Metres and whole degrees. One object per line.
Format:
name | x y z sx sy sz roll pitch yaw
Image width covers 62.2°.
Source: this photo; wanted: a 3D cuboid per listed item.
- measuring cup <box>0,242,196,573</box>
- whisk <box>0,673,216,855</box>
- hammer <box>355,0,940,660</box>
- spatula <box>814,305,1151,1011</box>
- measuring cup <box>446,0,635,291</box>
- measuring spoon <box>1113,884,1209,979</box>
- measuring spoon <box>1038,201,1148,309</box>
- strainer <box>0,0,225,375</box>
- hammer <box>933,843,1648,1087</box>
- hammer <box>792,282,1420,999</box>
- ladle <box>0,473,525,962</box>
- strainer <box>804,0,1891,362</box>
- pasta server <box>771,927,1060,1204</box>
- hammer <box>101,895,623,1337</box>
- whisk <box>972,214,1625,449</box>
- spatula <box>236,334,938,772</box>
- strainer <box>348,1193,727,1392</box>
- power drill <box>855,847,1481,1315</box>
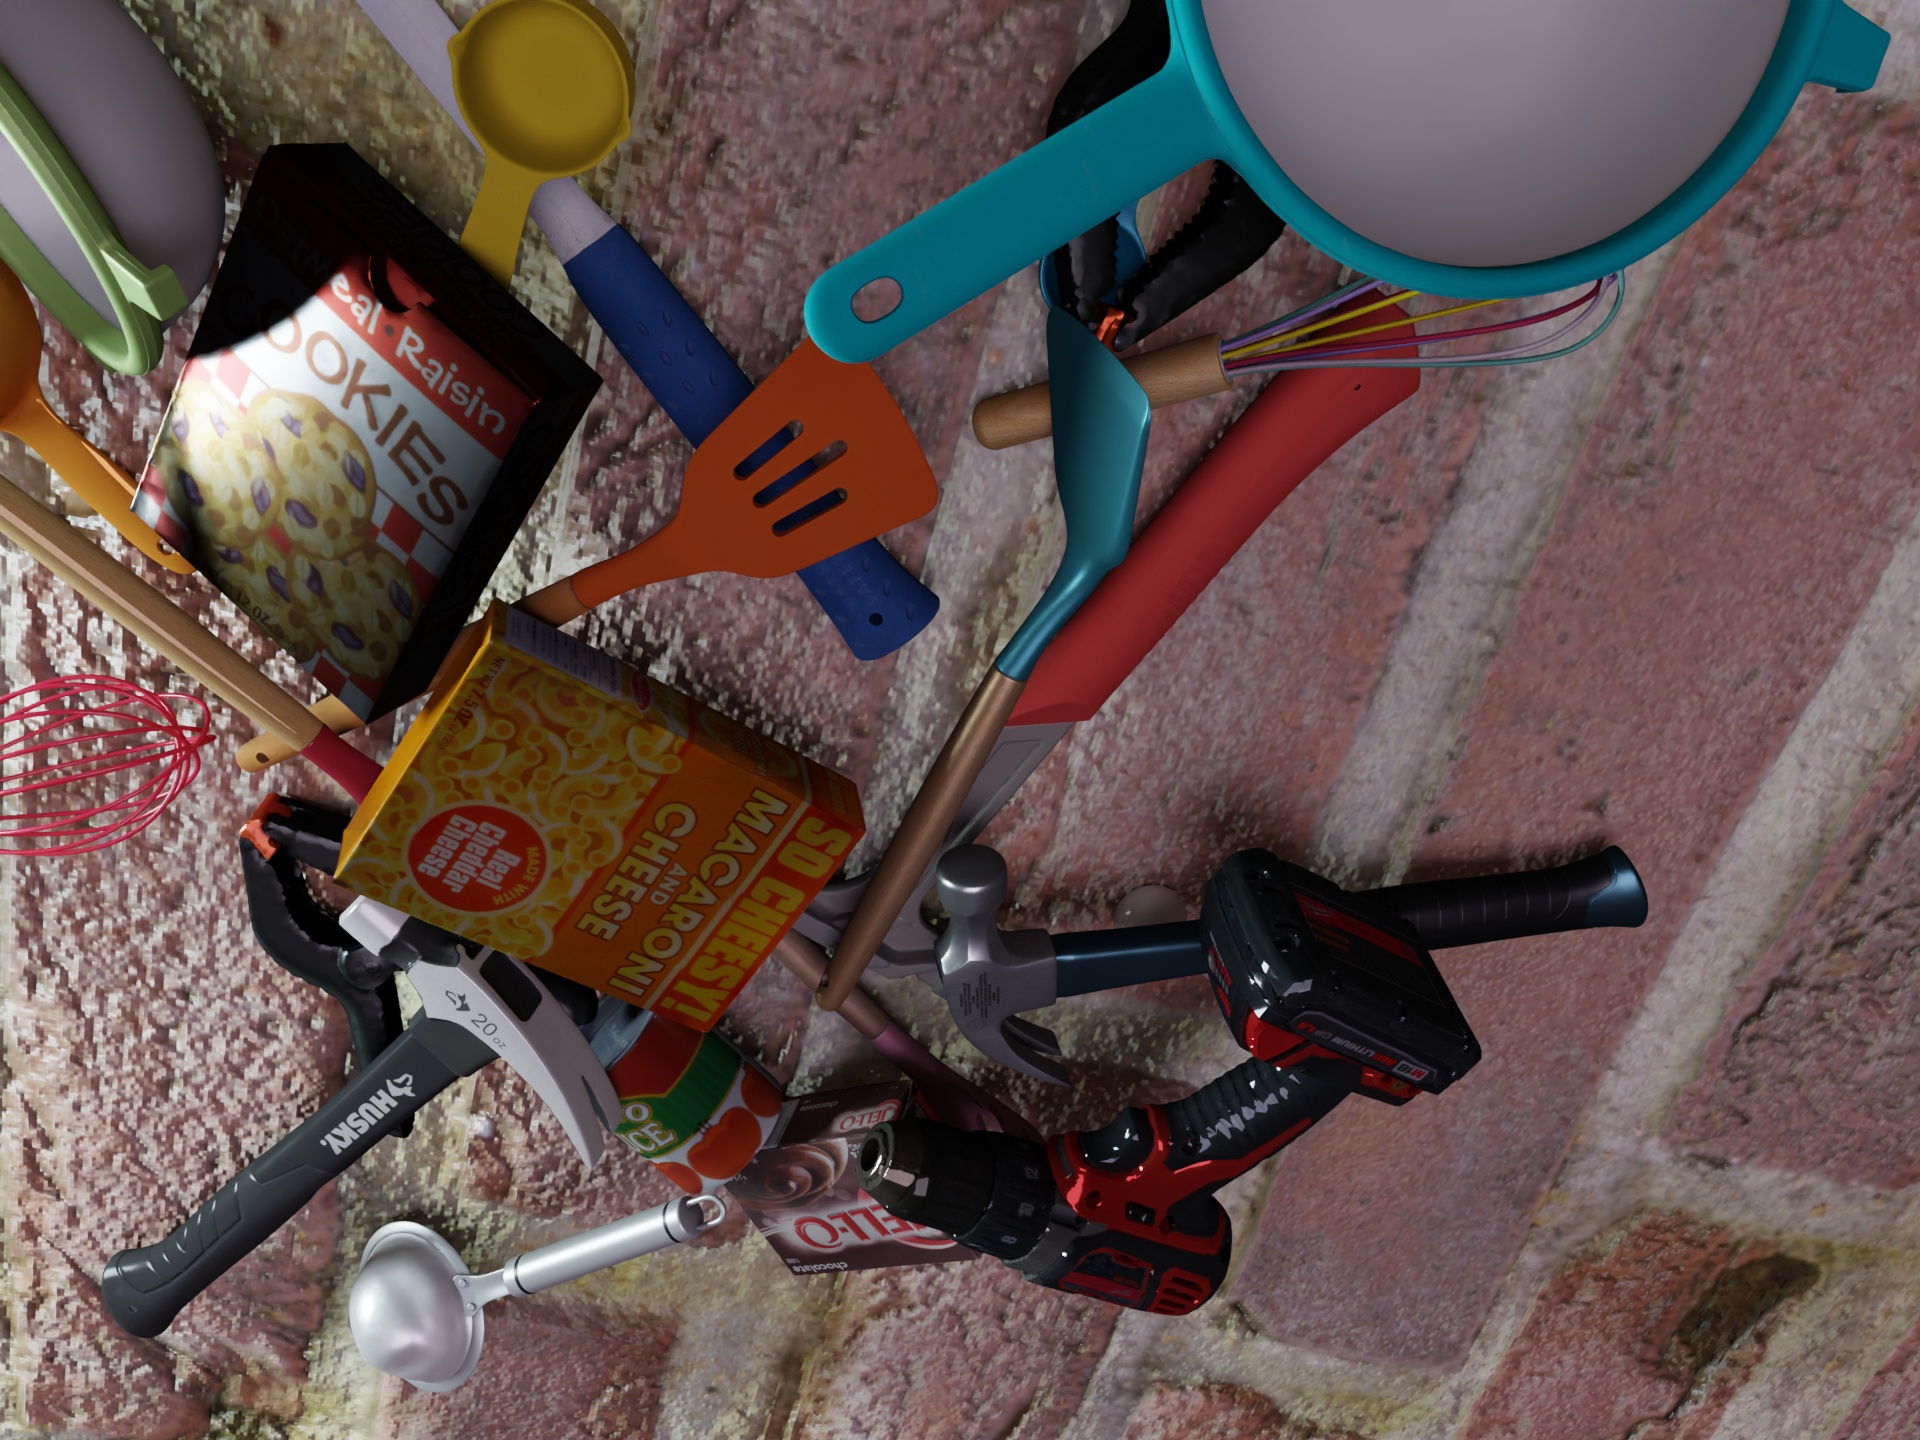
measuring cup | -0.360 -0.109 0.586 0.095 0.052 0.173 -39 110 14
whisk | -0.441 0.038 0.653 0.296 0.073 0.073 -14 116 9
hammer | -0.146 -0.179 0.577 0.144 0.035 0.405 -33 114 12
spatula | -0.001 -0.002 0.628 0.044 0.082 0.317 9 122 -33
measuring cup | -0.157 -0.175 0.549 0.062 0.029 0.156 23 124 -14
measuring spoon | 0.124 0.119 0.751 0.124 0.018 0.034 35 109 -20
measuring spoon | 0.061 -0.210 0.590 0.042 0.021 0.128 13 106 -17
strainer | -0.318 -0.237 0.505 0.069 0.151 0.256 -41 114 -25
hammer | 0.152 0.094 0.712 0.331 0.033 0.128 -6 126 -9
hammer | 0.049 -0.034 0.662 0.149 0.037 0.359 33 110 -18
ladle | -0.276 -0.008 0.621 0.069 0.031 0.315 -40 118 10
strainer | 0.098 -0.207 0.495 0.340 0.095 0.211 -31 107 0
pasta server | -0.058 0.131 0.734 0.060 0.040 0.316 -27 116 36
hammer | -0.292 0.203 0.720 0.334 0.035 0.146 -39 103 27
whisk | 0.119 -0.136 0.584 0.245 0.047 0.051 -11 116 23
spatula | -0.163 -0.046 0.624 0.322 0.041 0.081 -23 119 21
strainer | -0.216 0.265 0.757 0.258 0.050 0.087 -25 84 21
power drill | 0.083 0.162 0.678 0.187 0.080 0.226 25 118 -26
